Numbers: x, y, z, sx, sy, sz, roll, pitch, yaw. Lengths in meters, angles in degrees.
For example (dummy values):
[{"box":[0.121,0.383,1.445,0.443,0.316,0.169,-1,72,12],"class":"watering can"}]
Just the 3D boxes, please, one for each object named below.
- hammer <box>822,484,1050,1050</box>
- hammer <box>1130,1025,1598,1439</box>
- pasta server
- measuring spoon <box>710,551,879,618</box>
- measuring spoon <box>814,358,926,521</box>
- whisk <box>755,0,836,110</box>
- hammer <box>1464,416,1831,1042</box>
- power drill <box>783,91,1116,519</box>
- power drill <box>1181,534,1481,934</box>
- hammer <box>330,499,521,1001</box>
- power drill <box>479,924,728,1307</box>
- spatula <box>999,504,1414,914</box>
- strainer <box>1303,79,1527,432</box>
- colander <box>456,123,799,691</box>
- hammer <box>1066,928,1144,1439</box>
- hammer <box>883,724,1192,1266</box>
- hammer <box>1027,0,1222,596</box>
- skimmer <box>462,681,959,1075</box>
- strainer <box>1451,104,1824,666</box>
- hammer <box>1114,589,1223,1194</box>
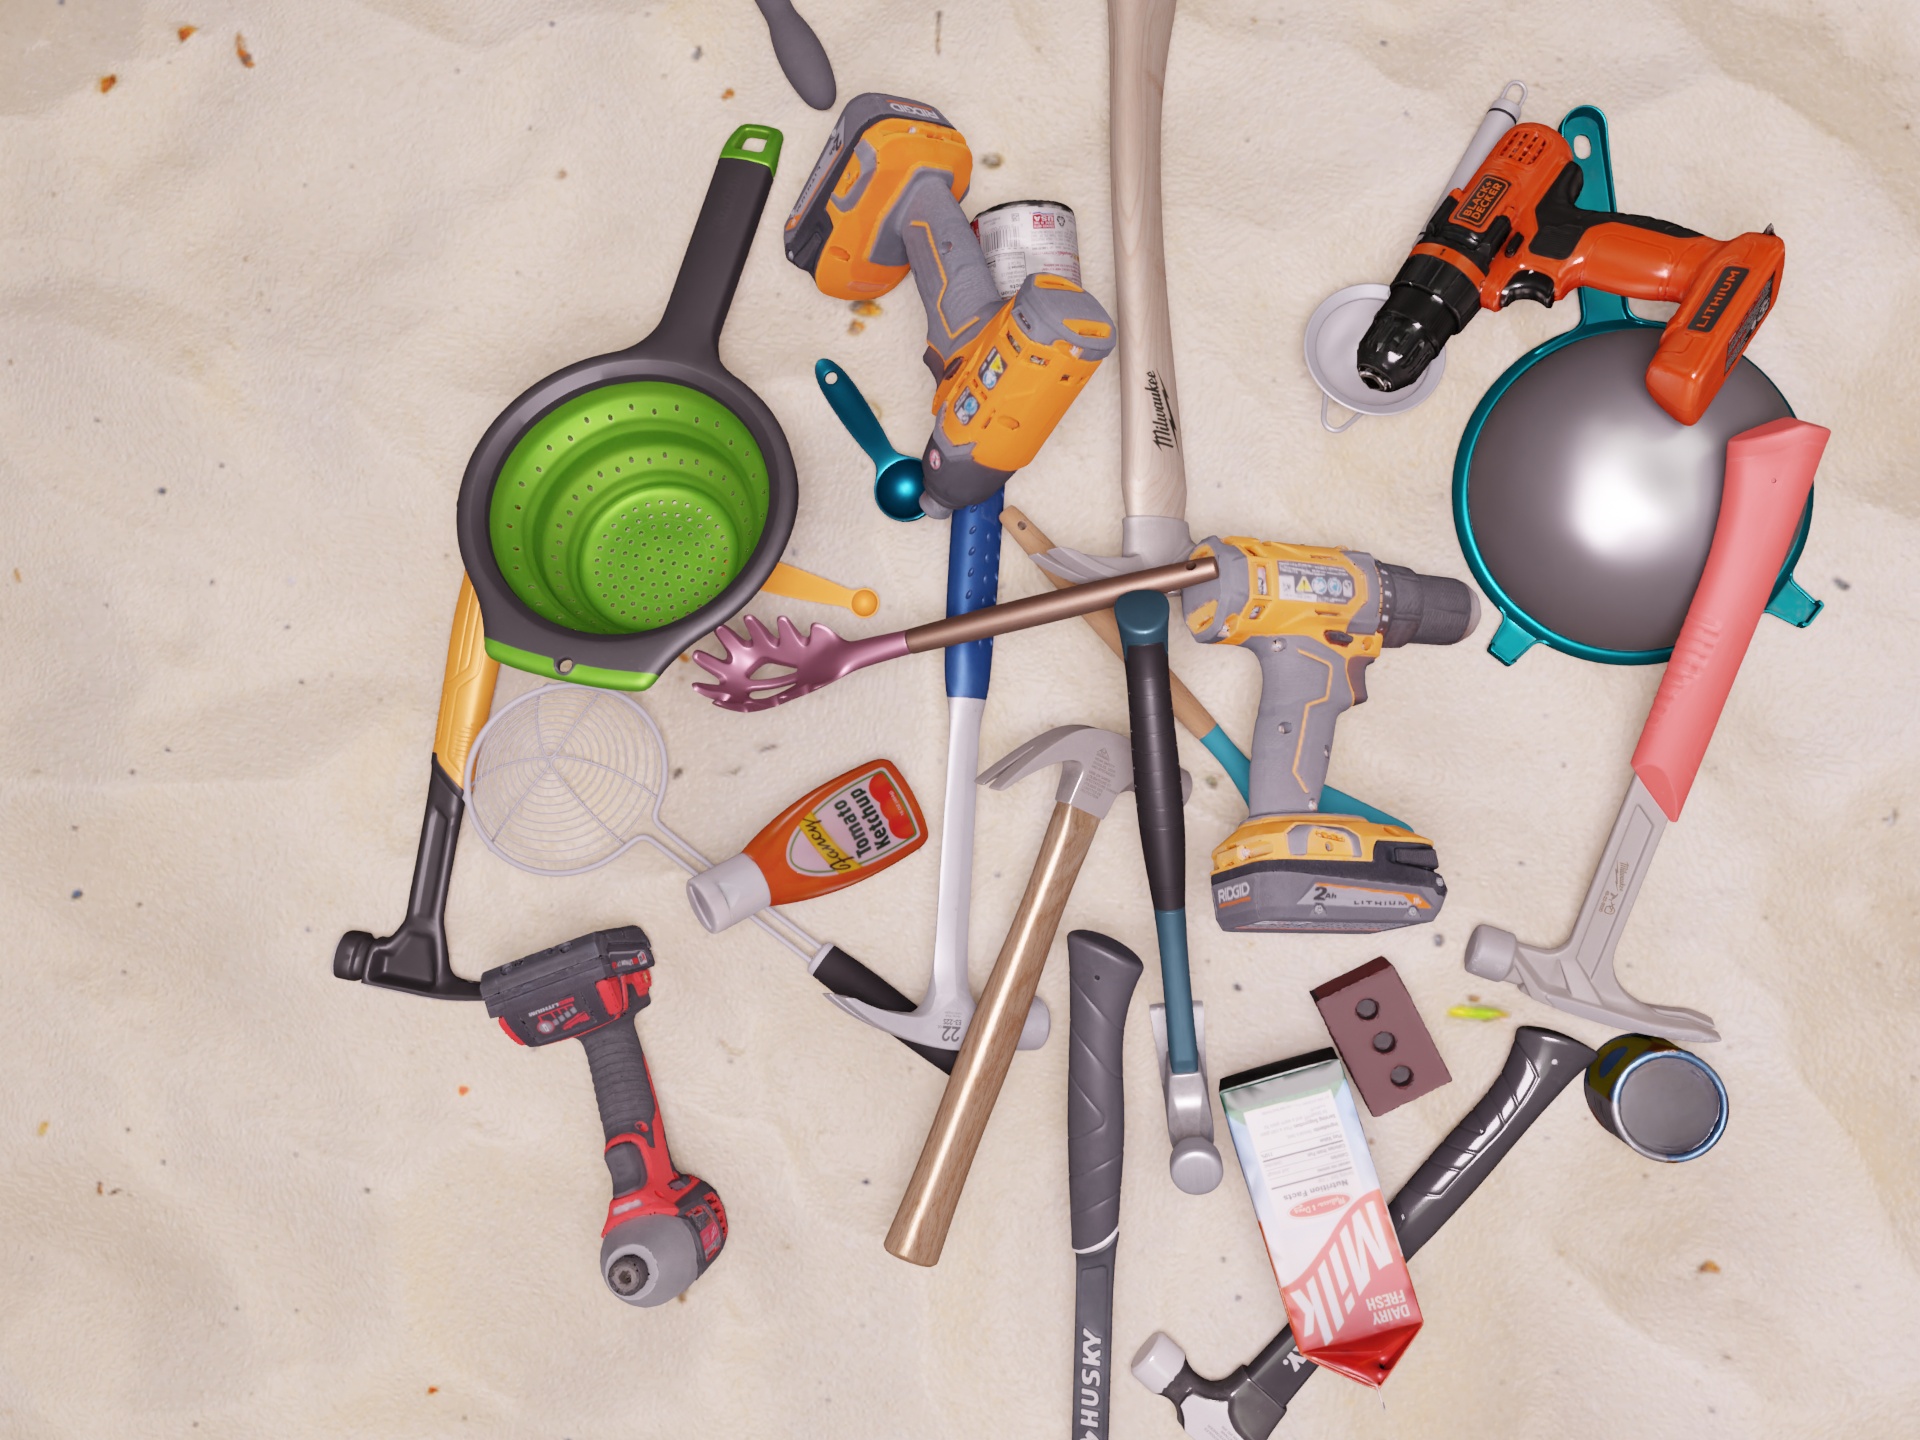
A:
[{"box":[-0.002,-0.003,0.975,0.144,0.035,0.405,7,84,-29],"class":"hammer"},{"box":[0.265,0.319,0.960,0.146,0.035,0.335,40,93,7],"class":"hammer"},{"box":[-0.007,-0.055,0.923,0.316,0.040,0.060,-13,61,17],"class":"pasta server"},{"box":[-0.106,-0.088,1.026,0.117,0.011,0.021,16,91,10],"class":"measuring spoon"},{"box":[-0.055,-0.180,1.021,0.042,0.021,0.129,-34,76,5],"class":"measuring spoon"},{"box":[-0.149,-0.520,1.022,0.070,0.070,0.284,-27,91,5],"class":"whisk"},{"box":[0.413,0.010,0.895,0.149,0.037,0.359,16,110,8],"class":"hammer"},{"box":[-0.017,-0.239,0.940,0.164,0.084,0.227,-52,59,39],"class":"power drill"},{"box":[0.225,0.007,0.921,0.185,0.084,0.226,3,75,-18],"class":"power drill"},{"box":[-0.319,0.013,1.033,0.127,0.034,0.337,9,89,7],"class":"hammer"},{"box":[-0.208,0.241,0.962,0.078,0.143,0.220,-20,84,3],"class":"power drill"},{"box":[0.138,-0.015,0.967,0.082,0.044,0.317,-44,92,-11],"class":"spatula"},{"box":[0.283,-0.280,0.971,0.087,0.050,0.258,30,86,4],"class":"strainer"},{"box":[-0.175,-0.192,1.006,0.204,0.094,0.397,12,72,8],"class":"colander"},{"box":[0.075,0.325,0.942,0.149,0.036,0.409,3,98,16],"class":"hammer"},{"box":[0.028,0.159,0.940,0.130,0.031,0.331,25,83,-28],"class":"hammer"},{"box":[0.102,-0.280,0.963,0.146,0.038,0.411,2,83,-34],"class":"hammer"},{"box":[-0.139,0.113,0.982,0.363,0.090,0.127,36,86,6],"class":"skimmer"},{"box":[0.394,-0.203,0.928,0.211,0.095,0.340,-7,89,6],"class":"strainer"},{"box":[0.118,0.091,0.905,0.033,0.128,0.331,-6,105,5],"class":"hammer"}]
